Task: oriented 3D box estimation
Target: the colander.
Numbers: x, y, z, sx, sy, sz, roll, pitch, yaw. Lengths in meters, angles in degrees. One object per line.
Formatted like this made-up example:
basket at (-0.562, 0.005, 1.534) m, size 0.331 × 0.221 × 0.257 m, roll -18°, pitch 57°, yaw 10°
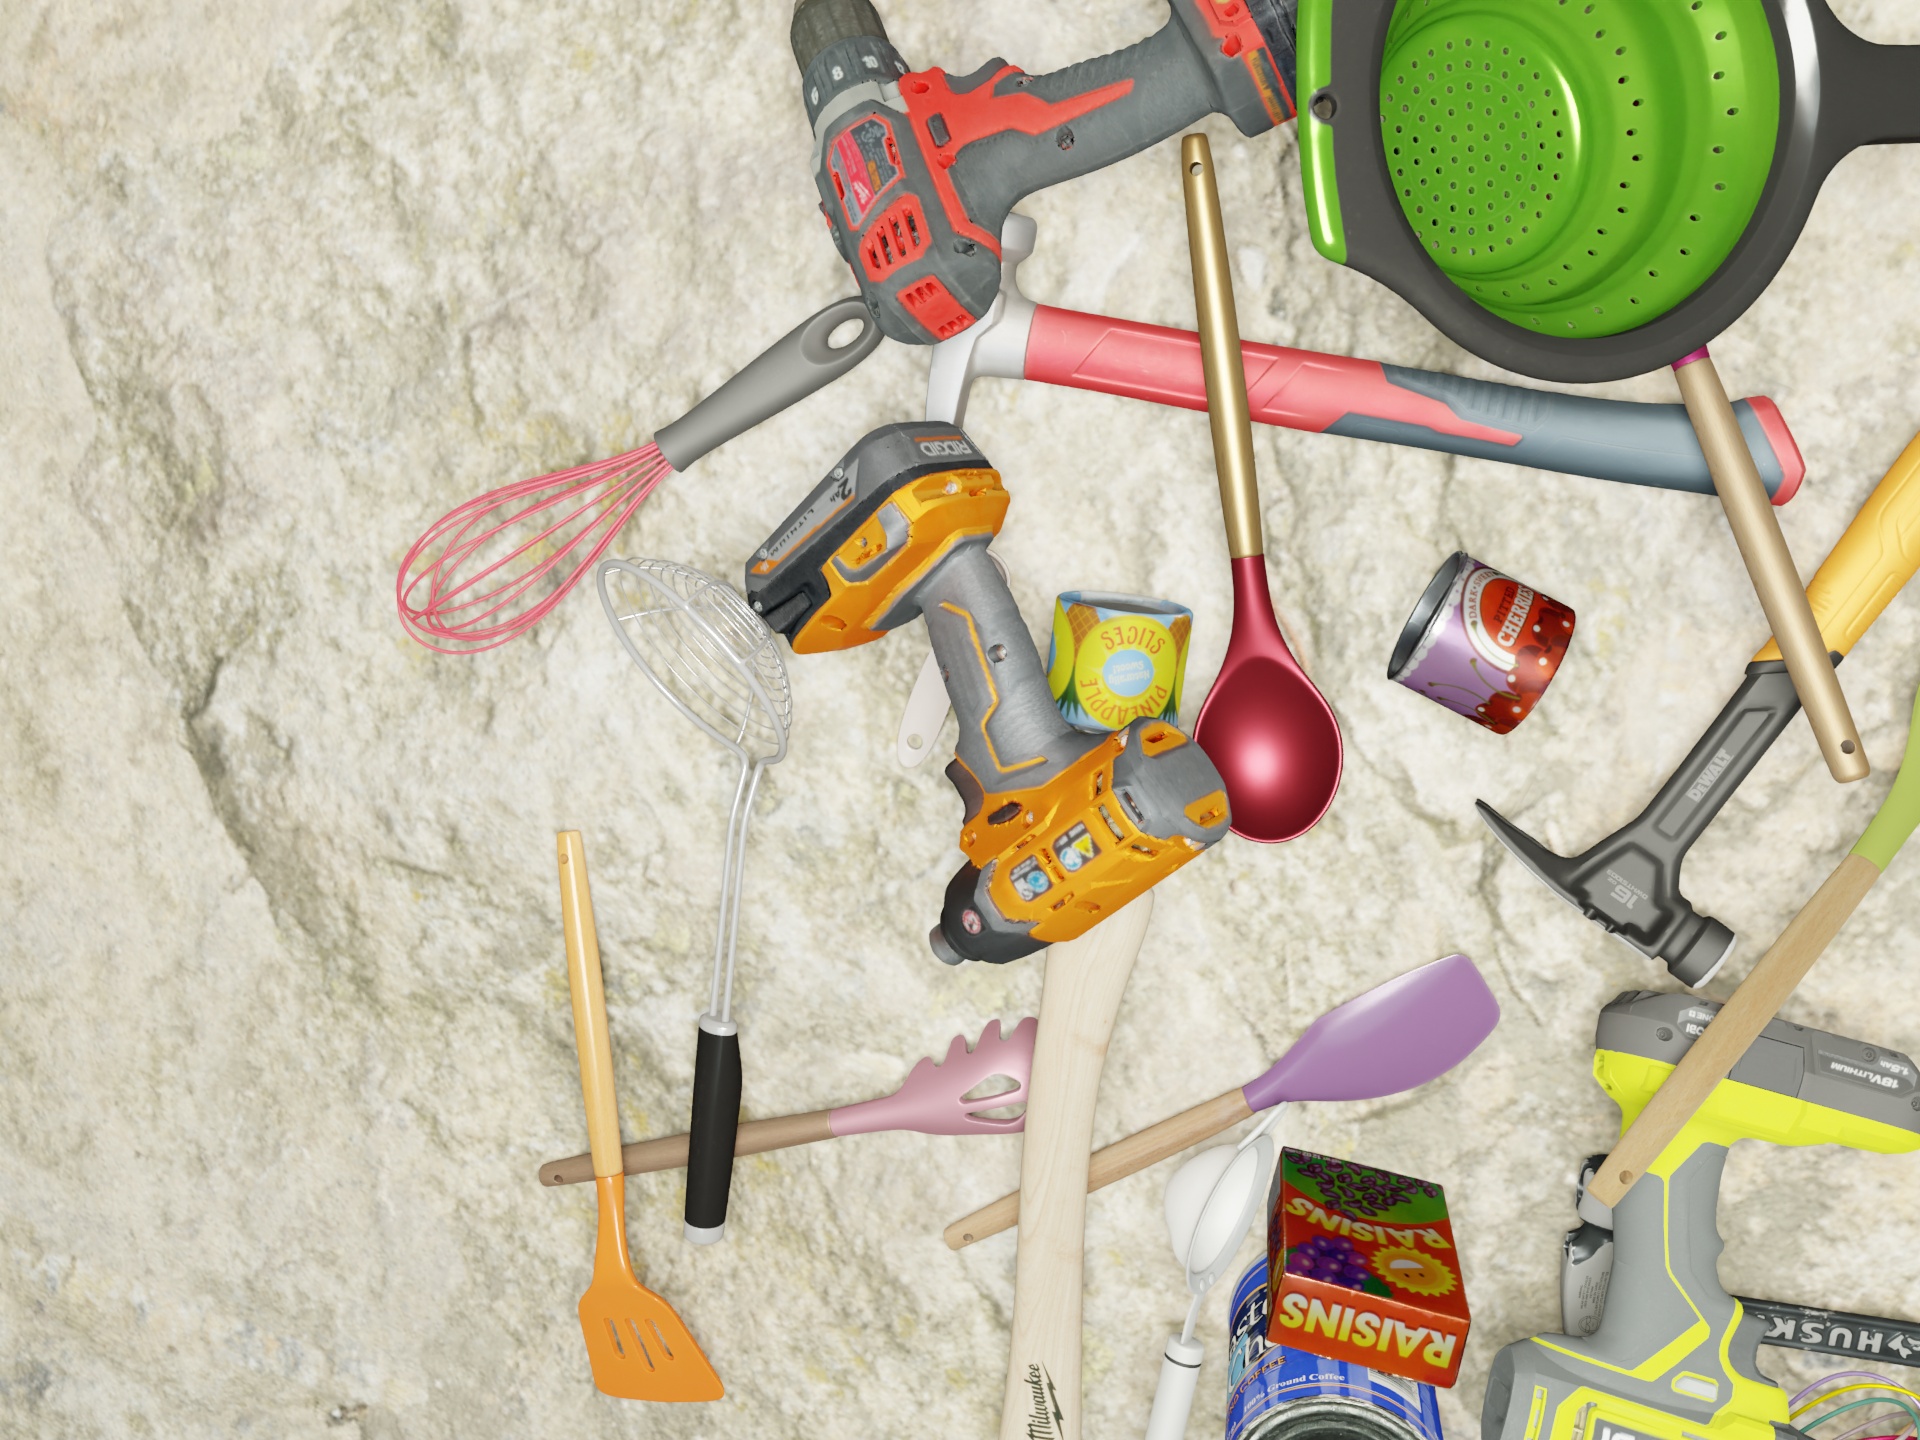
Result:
colander at (0.303, -0.243, 0.642) m, size 0.397 × 0.094 × 0.204 m, roll -6°, pitch 99°, yaw -12°

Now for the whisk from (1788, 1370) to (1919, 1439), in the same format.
whisk at (0.369, 0.388, 0.771) m, size 0.047 × 0.051 × 0.245 m, roll 29°, pitch 124°, yaw -15°

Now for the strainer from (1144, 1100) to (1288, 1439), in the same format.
strainer at (0.112, 0.309, 0.801) m, size 0.050 × 0.086 × 0.258 m, roll 14°, pitch 93°, yaw 32°

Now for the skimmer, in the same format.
skimmer at (-0.143, 0.100, 0.802) m, size 0.127 × 0.090 × 0.363 m, roll 17°, pitch 105°, yaw 48°

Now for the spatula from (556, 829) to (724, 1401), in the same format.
spatula at (-0.190, 0.220, 0.866) m, size 0.081 × 0.041 × 0.322 m, roll -7°, pitch 90°, yaw 19°

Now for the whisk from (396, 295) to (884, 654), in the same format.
whisk at (-0.161, -0.123, 0.790) m, size 0.296 × 0.073 × 0.073 m, roll -31°, pitch 94°, yaw 10°

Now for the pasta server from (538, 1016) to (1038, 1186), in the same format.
pasta server at (-0.090, 0.220, 0.863) m, size 0.316 × 0.040 × 0.060 m, roll -15°, pitch 99°, yaw 18°

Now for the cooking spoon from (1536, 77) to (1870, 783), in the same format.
cooking spoon at (0.317, -0.126, 0.671) m, size 0.069 × 0.017 × 0.319 m, roll -17°, pitch 81°, yaw 4°

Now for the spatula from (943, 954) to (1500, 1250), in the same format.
spatula at (0.127, 0.208, 0.820) m, size 0.316 × 0.018 × 0.059 m, roll -29°, pitch 103°, yaw 15°

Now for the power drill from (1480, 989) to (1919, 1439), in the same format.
power drill at (0.344, 0.246, 0.711) m, size 0.171 × 0.080 × 0.223 m, roll 15°, pitch 82°, yaw 10°

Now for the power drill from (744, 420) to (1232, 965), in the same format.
power drill at (-0.001, -0.002, 0.720) m, size 0.164 × 0.084 × 0.226 m, roll -41°, pitch 76°, yaw 34°

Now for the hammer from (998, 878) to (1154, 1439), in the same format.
hammer at (0.037, 0.257, 0.808) m, size 0.146 × 0.038 × 0.410 m, roll 2°, pitch 106°, yaw -5°

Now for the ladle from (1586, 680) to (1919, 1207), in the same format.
ladle at (0.375, 0.081, 0.674) m, size 0.078 × 0.062 × 0.320 m, roll 41°, pitch 85°, yaw 1°

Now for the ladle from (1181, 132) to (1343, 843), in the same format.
ladle at (0.124, -0.099, 0.714) m, size 0.069 × 0.031 × 0.315 m, roll -6°, pitch 101°, yaw 14°

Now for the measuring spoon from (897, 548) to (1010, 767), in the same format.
measuring spoon at (-0.006, -0.032, 0.801) m, size 0.034 × 0.018 × 0.124 m, roll 24°, pitch 112°, yaw 5°

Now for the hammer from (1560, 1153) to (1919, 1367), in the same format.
hammer at (0.498, 0.310, 0.759) m, size 0.409 × 0.036 × 0.149 m, roll 7°, pitch 104°, yaw 10°

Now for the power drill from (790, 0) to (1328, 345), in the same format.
power drill at (0.032, -0.287, 0.679) m, size 0.226 × 0.080 × 0.188 m, roll -26°, pitch 67°, yaw 19°

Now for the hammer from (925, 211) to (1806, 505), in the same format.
hammer at (0.175, -0.132, 0.728) m, size 0.386 × 0.038 × 0.143 m, roll 12°, pitch 105°, yaw 9°

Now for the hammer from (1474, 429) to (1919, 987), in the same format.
hammer at (0.375, -0.050, 0.700) m, size 0.127 × 0.034 × 0.337 m, roll 38°, pitch 103°, yaw 17°

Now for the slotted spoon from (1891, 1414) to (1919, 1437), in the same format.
slotted spoon at (0.468, 0.322, 0.737) m, size 0.070 × 0.031 × 0.313 m, roll 39°, pitch 109°, yaw -3°
